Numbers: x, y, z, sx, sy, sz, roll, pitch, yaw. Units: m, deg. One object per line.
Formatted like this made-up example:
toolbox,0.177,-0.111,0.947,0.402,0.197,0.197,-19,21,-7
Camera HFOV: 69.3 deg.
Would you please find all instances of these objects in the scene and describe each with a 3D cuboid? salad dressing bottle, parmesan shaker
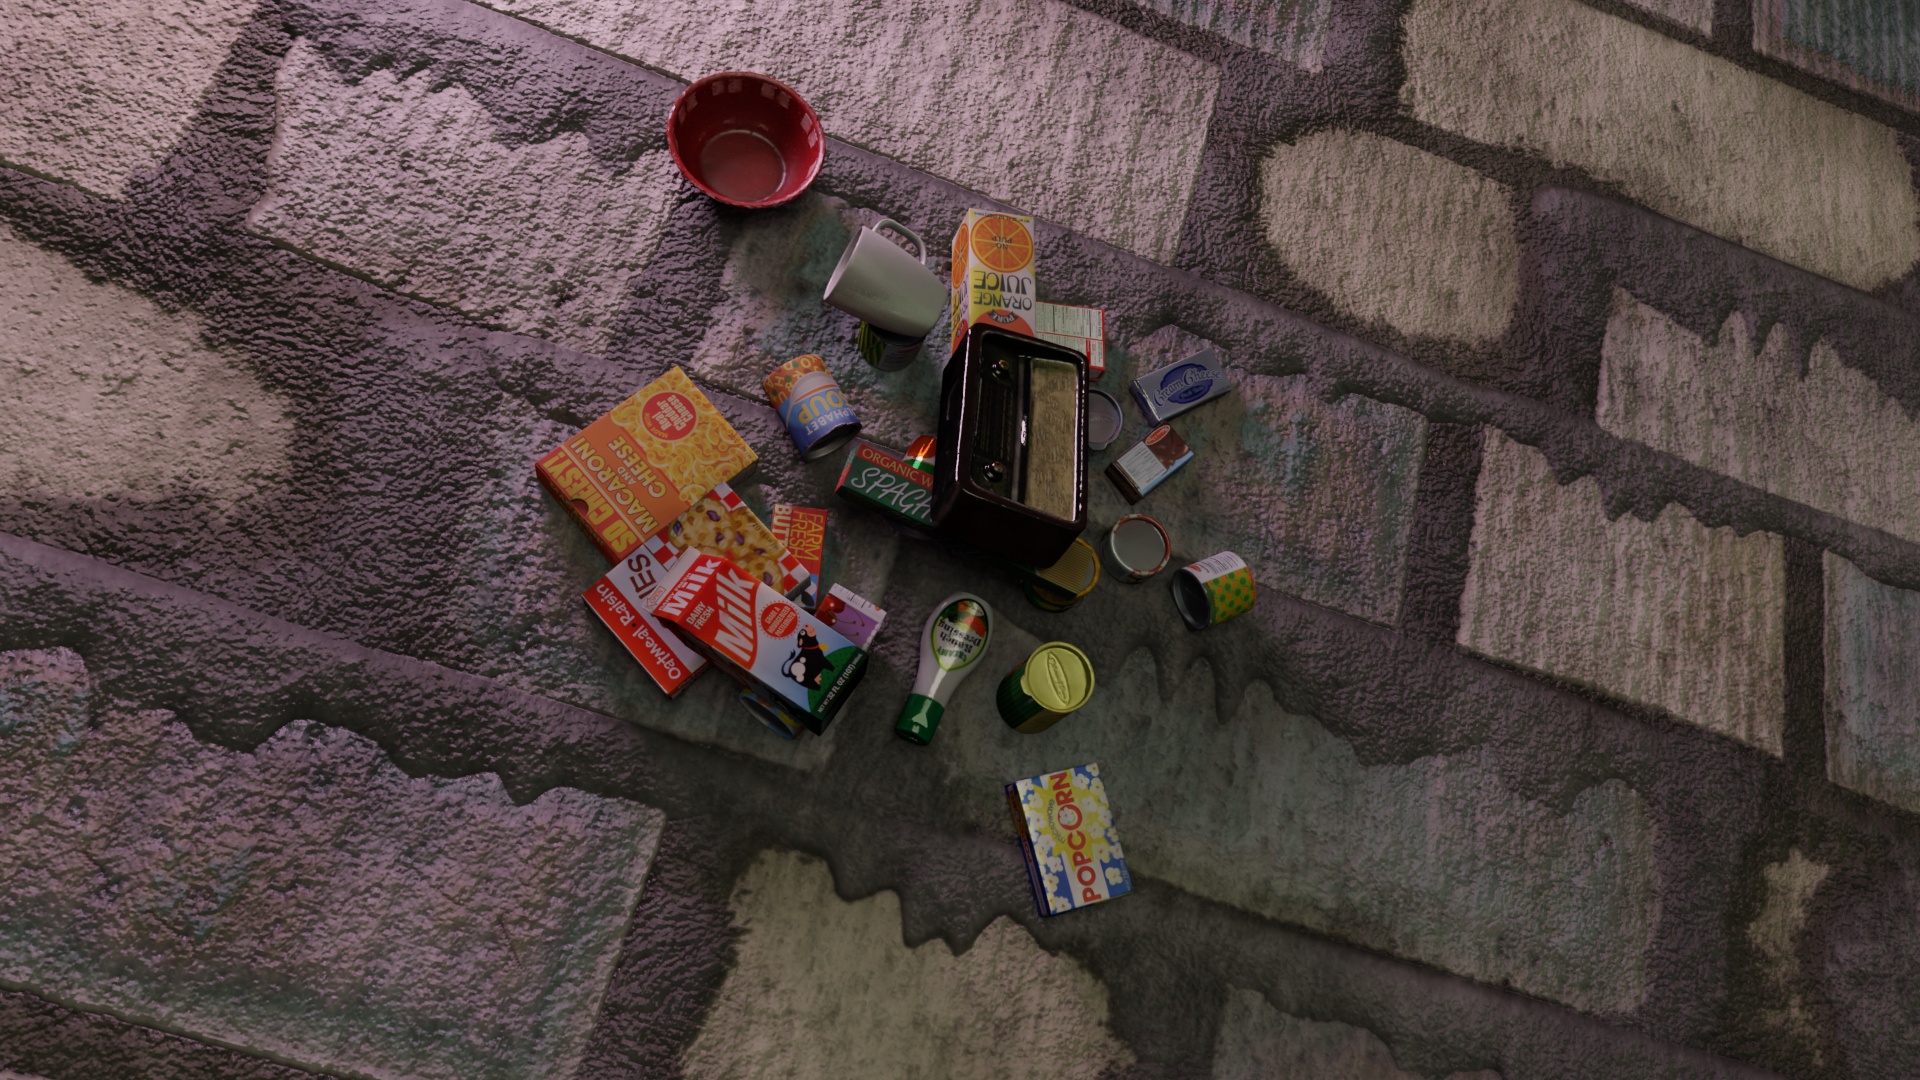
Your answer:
salad dressing bottle,-0.017,0.121,1.313,0.064,0.043,0.148,26,67,-3
parmesan shaker,0.075,0.139,1.299,0.071,0.102,0.071,5,70,-14

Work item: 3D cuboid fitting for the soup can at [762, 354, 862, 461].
soup can,-0.144,-0.131,1.353,0.071,0.071,0.084,-27,80,-21

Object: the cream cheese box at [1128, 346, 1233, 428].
cream cheese box,0.237,-0.164,1.491,0.104,0.024,0.053,-25,79,-21

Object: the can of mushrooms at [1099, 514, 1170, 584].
can of mushrooms,0.180,0.007,1.411,0.071,0.033,0.071,5,70,-13

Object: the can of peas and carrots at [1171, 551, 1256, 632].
can of peas and carrots,0.255,0.052,1.399,0.059,0.070,0.071,-19,77,-21

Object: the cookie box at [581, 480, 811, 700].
cookie box,-0.240,0.046,1.269,0.168,0.040,0.123,-41,80,-15

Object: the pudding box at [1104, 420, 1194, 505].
pudding box,0.197,-0.081,1.448,0.084,0.030,0.050,-37,83,-23

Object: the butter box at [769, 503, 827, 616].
butter box,-0.159,0.018,1.323,0.053,0.024,0.104,9,69,-11

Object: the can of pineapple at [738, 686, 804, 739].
can of pineapple,-0.157,0.138,1.256,0.071,0.070,0.058,38,67,0

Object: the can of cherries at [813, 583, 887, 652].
can of cherries,-0.110,0.084,1.290,0.058,0.071,0.072,30,67,-3

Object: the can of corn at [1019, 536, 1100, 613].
can of corn,0.100,0.034,1.367,0.071,0.058,0.071,5,71,-13

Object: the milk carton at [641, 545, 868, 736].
milk carton,-0.178,0.082,1.200,0.191,0.073,0.072,34,70,6

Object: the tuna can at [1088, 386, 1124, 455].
tuna can,0.134,-0.121,1.444,0.071,0.032,0.071,5,70,-13

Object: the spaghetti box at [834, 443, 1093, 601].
spaghetti box,0.005,-0.016,1.304,0.250,0.028,0.050,25,66,-9

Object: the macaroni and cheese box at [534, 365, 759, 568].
macaroni and cheese box,-0.294,-0.070,1.309,0.167,0.040,0.124,-40,84,-23

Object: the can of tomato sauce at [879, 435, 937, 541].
can of tomato sauce,-0.036,-0.052,1.358,0.071,0.071,0.083,28,66,-4

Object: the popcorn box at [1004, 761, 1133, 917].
popcorn box,0.100,0.278,1.292,0.085,0.038,0.127,-10,74,-17

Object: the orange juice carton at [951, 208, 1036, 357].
orange juice carton,0.034,-0.240,1.437,0.072,0.072,0.193,5,71,-14

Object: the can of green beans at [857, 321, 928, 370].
can of green beans,-0.068,-0.213,1.409,0.071,0.057,0.071,5,71,-13
